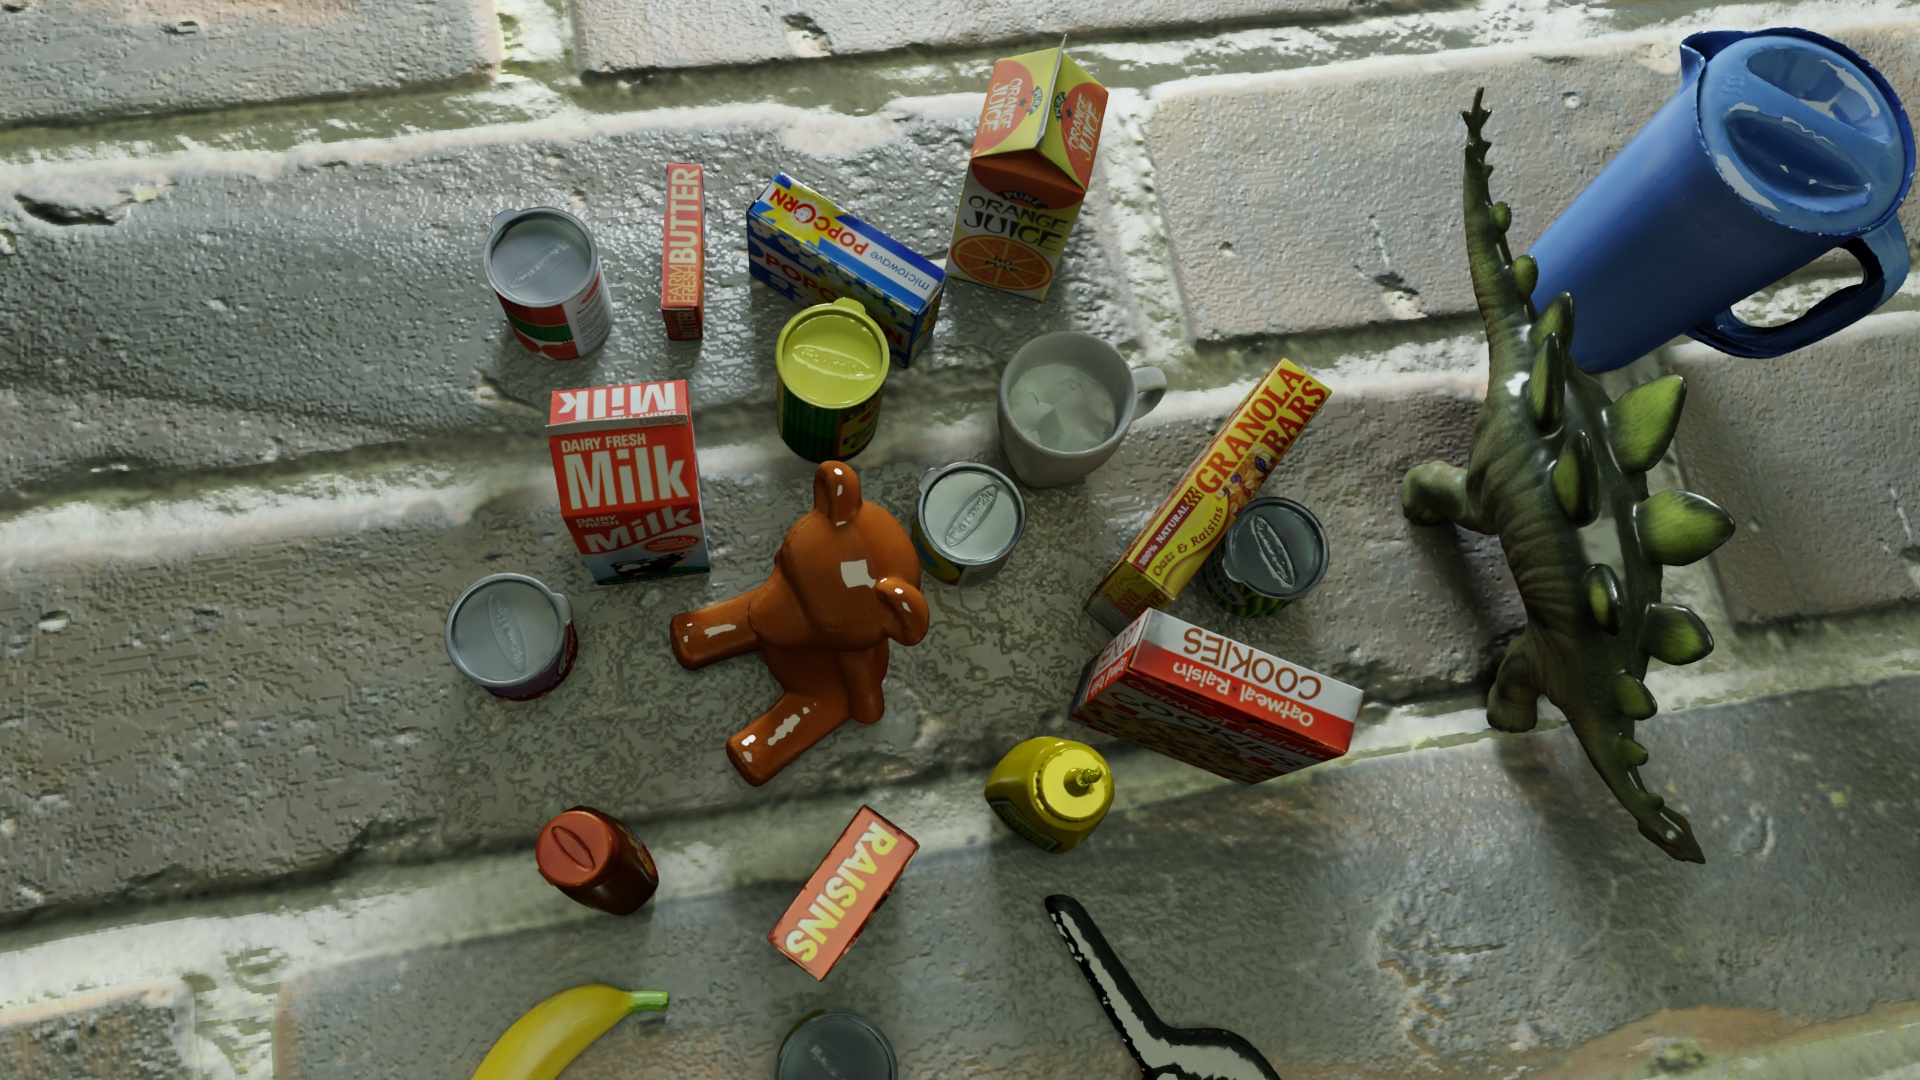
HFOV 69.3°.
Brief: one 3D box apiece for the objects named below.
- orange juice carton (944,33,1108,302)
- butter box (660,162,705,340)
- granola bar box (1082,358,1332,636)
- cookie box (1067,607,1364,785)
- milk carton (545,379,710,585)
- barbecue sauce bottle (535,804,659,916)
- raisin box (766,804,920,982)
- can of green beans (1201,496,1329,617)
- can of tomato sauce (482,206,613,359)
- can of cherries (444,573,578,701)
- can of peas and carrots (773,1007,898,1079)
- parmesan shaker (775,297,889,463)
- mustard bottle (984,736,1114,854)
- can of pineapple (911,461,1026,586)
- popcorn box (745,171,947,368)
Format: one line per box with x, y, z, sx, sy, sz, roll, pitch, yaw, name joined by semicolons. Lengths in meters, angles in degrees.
0.041;-0.228;0.863;0.073;0.192;0.072;15;73;-3;orange juice carton
-0.178;-0.185;0.896;0.024;0.053;0.104;0;74;-7;butter box
0.147;-0.022;0.851;0.039;0.124;0.166;38;73;5;granola bar box
0.138;0.095;0.793;0.123;0.167;0.040;21;73;-1;cookie box
-0.183;-0.035;0.779;0.072;0.190;0.073;-7;75;-9;milk carton
-0.196;0.169;0.739;0.044;0.148;0.065;-43;83;-16;barbecue sauce bottle
-0.066;0.194;0.761;0.040;0.123;0.086;37;73;4;raisin box
0.192;0.012;0.881;0.071;0.057;0.071;2;74;-6;can of green beans
-0.256;-0.159;0.863;0.071;0.083;0.071;2;74;-6;can of tomato sauce
-0.258;0.057;0.812;0.071;0.058;0.071;2;74;-6;can of cherries
-0.071;0.295;0.765;0.071;0.058;0.071;2;74;-6;can of peas and carrots
-0.079;-0.096;0.856;0.071;0.102;0.071;2;74;-6;parmesan shaker
0.053;0.139;0.773;0.065;0.159;0.049;39;74;5;mustard bottle
0.003;-0.011;0.864;0.071;0.057;0.071;2;74;-6;can of pineapple
-0.074;-0.170;0.888;0.127;0.085;0.038;32;73;3;popcorn box
